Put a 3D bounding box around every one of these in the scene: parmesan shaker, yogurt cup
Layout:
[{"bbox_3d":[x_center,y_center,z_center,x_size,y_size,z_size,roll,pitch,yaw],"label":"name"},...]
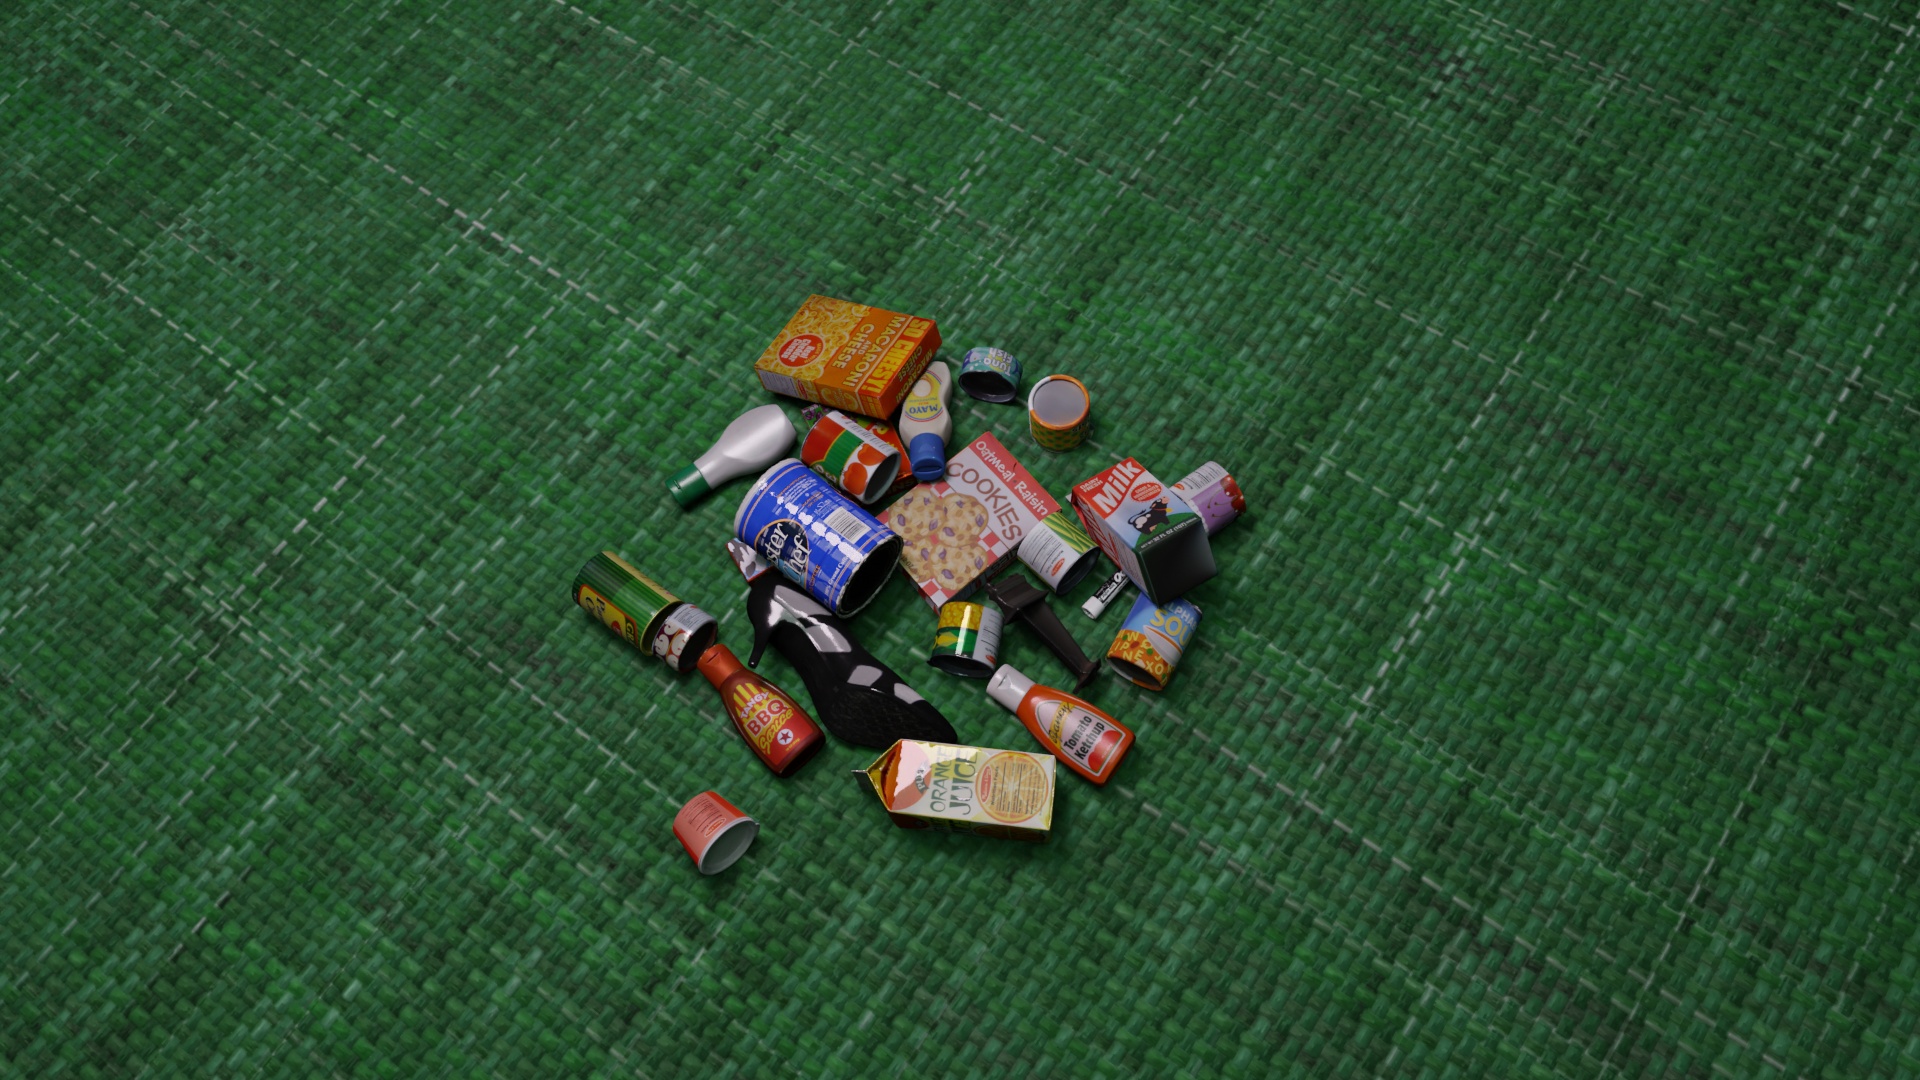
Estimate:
[{"bbox_3d":[-0.342,0.066,1.435,0.103,0.071,0.071,32,73,20],"label":"parmesan shaker"},{"bbox_3d":[-0.239,0.279,1.337,0.054,0.072,0.072,38,75,27],"label":"yogurt cup"}]

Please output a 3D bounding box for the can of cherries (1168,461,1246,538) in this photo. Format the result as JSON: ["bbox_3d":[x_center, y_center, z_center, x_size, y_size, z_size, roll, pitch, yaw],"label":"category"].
[{"bbox_3d":[0.253,-0.037,1.432,0.058,0.071,0.071,-34,69,-10],"label":"can of cherries"}]

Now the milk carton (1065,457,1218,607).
[{"bbox_3d":[0.176,-0.020,1.401,0.072,0.073,0.191,-29,34,-8],"label":"milk carton"}]

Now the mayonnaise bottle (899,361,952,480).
[{"bbox_3d":[-0.037,-0.129,1.485,0.065,0.041,0.149,-6,49,1],"label":"mayonnaise bottle"}]

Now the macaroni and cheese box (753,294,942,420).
[{"bbox_3d":[-0.121,-0.202,1.513,0.166,0.040,0.124,17,57,27],"label":"macaroni and cheese box"}]

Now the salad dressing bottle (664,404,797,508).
[{"bbox_3d":[-0.249,-0.090,1.506,0.148,0.044,0.064,-34,70,-9],"label":"salad dressing bottle"}]

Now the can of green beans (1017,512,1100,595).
[{"bbox_3d":[0.100,0.013,1.420,0.071,0.071,0.058,-43,70,-13],"label":"can of green beans"}]

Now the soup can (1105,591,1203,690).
[{"bbox_3d":[0.193,0.097,1.374,0.071,0.071,0.084,26,72,15],"label":"soup can"}]

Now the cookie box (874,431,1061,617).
[{"bbox_3d":[0.005,-0.018,1.455,0.168,0.040,0.123,-38,69,-11],"label":"cookie box"}]

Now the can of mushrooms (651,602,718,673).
[{"bbox_3d":[-0.280,0.102,1.416,0.033,0.070,0.071,30,73,15],"label":"can of mushrooms"}]

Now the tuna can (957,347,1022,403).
[{"bbox_3d":[0.033,-0.180,1.506,0.071,0.071,0.033,11,68,9],"label":"tuna can"}]

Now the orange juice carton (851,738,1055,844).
[{"bbox_3d":[-0.006,0.239,1.329,0.193,0.071,0.073,5,67,7],"label":"orange juice carton"}]

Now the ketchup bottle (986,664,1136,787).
[{"bbox_3d":[0.095,0.176,1.363,0.149,0.043,0.065,33,82,17],"label":"ketchup bottle"}]

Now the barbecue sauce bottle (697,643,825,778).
[{"bbox_3d":[-0.205,0.166,1.392,0.065,0.043,0.149,-42,70,-11],"label":"barbecue sauce bottle"}]

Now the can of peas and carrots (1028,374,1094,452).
[{"bbox_3d":[0.108,-0.135,1.487,0.071,0.058,0.071,-2,67,4],"label":"can of peas and carrots"}]

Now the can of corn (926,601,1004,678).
[{"bbox_3d":[0.005,0.100,1.392,0.071,0.071,0.058,9,68,9],"label":"can of corn"}]

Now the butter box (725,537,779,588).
[{"bbox_3d":[-0.191,0.001,1.472,0.104,0.024,0.053,-31,68,-8],"label":"butter box"}]

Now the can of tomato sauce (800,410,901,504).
[{"bbox_3d":[-0.114,-0.084,1.436,0.083,0.071,0.071,33,74,17],"label":"can of tomato sauce"}]

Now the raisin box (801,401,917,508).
[{"bbox_3d":[-0.109,-0.101,1.501,0.086,0.040,0.124,-23,68,-6],"label":"raisin box"}]
